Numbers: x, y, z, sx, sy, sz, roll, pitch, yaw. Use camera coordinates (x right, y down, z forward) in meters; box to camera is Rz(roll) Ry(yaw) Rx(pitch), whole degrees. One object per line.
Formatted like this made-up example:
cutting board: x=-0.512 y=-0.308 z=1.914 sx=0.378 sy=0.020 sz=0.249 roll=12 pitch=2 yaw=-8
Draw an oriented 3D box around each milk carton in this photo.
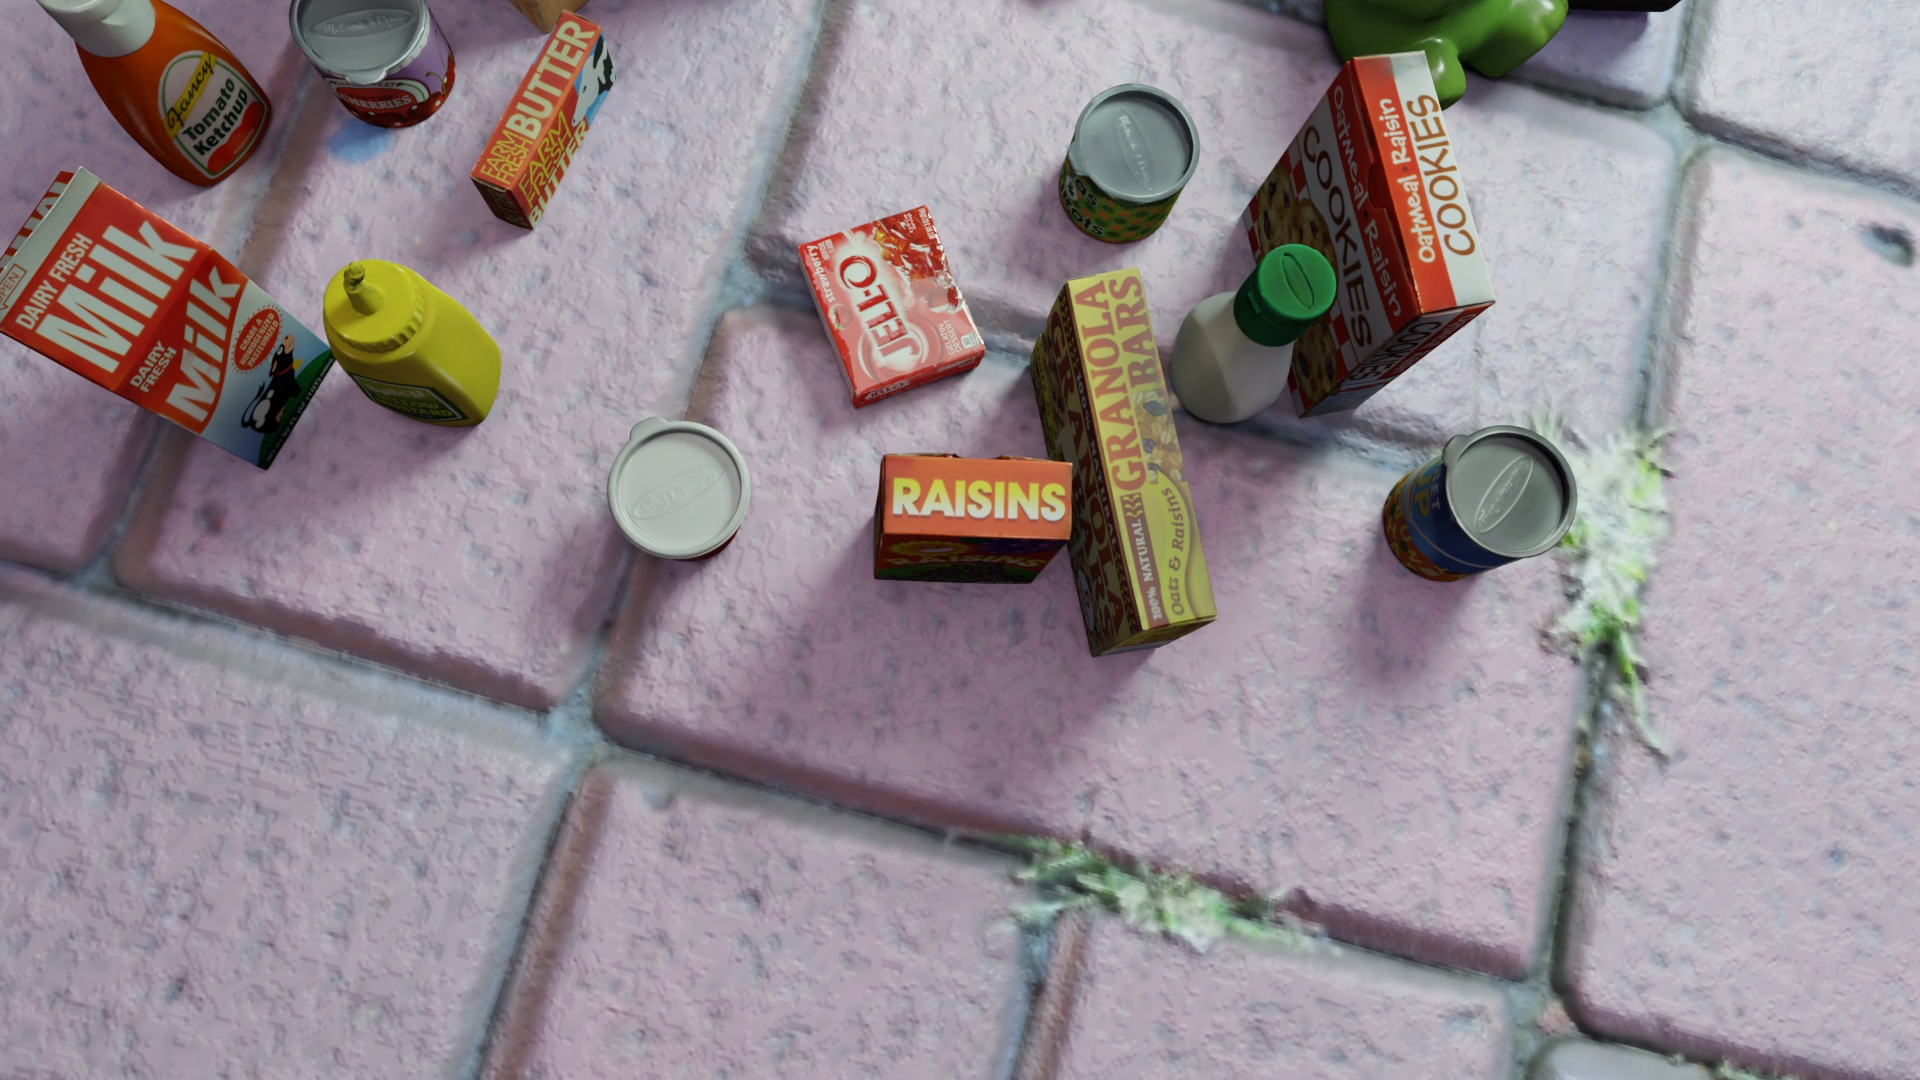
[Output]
milk carton: x=-0.358 y=-0.097 z=0.615 sx=0.073 sy=0.190 sz=0.072 roll=27 pitch=78 yaw=0

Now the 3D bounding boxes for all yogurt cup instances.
yogurt cup: x=-0.137 y=-0.020 z=0.690 sx=0.072 sy=0.054 sz=0.072 roll=1 pitch=79 yaw=-5

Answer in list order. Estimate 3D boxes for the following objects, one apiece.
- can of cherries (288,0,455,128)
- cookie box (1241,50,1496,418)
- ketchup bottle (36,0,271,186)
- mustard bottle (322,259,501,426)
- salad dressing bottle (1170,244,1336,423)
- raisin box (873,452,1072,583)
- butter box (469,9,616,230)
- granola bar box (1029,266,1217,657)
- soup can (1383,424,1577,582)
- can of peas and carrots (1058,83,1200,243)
can of cherries: x=-0.302 y=-0.254 z=0.718 sx=0.071 sy=0.058 sz=0.071 roll=1 pitch=79 yaw=-5
cookie box: x=0.194 y=-0.143 z=0.685 sx=0.040 sy=0.167 sz=0.123 roll=-11 pitch=81 yaw=-7
ketchup bottle: x=-0.384 y=-0.227 z=0.659 sx=0.043 sy=0.148 sz=0.065 roll=30 pitch=78 yaw=1
mustard bottle: x=-0.258 y=-0.093 z=0.639 sx=0.065 sy=0.160 sz=0.049 roll=10 pitch=79 yaw=-3
salad dressing bottle: x=0.142 y=-0.100 z=0.683 sx=0.044 sy=0.147 sz=0.064 roll=-21 pitch=82 yaw=-8
raisin box: x=0.002 y=-0.008 z=0.664 sx=0.086 sy=0.123 sz=0.040 roll=2 pitch=79 yaw=-5
butter box: x=-0.215 y=-0.217 z=0.721 sx=0.024 sy=0.053 sz=0.103 roll=24 pitch=78 yaw=0
granola bar box: x=0.074 y=-0.031 z=0.675 sx=0.039 sy=0.124 sz=0.165 roll=-10 pitch=80 yaw=-7
soup can: x=0.260 y=-0.018 z=0.710 sx=0.071 sy=0.083 sz=0.071 roll=1 pitch=79 yaw=-5
can of peas and carrots: x=0.086 y=-0.199 z=0.742 sx=0.071 sy=0.058 sz=0.071 roll=1 pitch=79 yaw=-5
